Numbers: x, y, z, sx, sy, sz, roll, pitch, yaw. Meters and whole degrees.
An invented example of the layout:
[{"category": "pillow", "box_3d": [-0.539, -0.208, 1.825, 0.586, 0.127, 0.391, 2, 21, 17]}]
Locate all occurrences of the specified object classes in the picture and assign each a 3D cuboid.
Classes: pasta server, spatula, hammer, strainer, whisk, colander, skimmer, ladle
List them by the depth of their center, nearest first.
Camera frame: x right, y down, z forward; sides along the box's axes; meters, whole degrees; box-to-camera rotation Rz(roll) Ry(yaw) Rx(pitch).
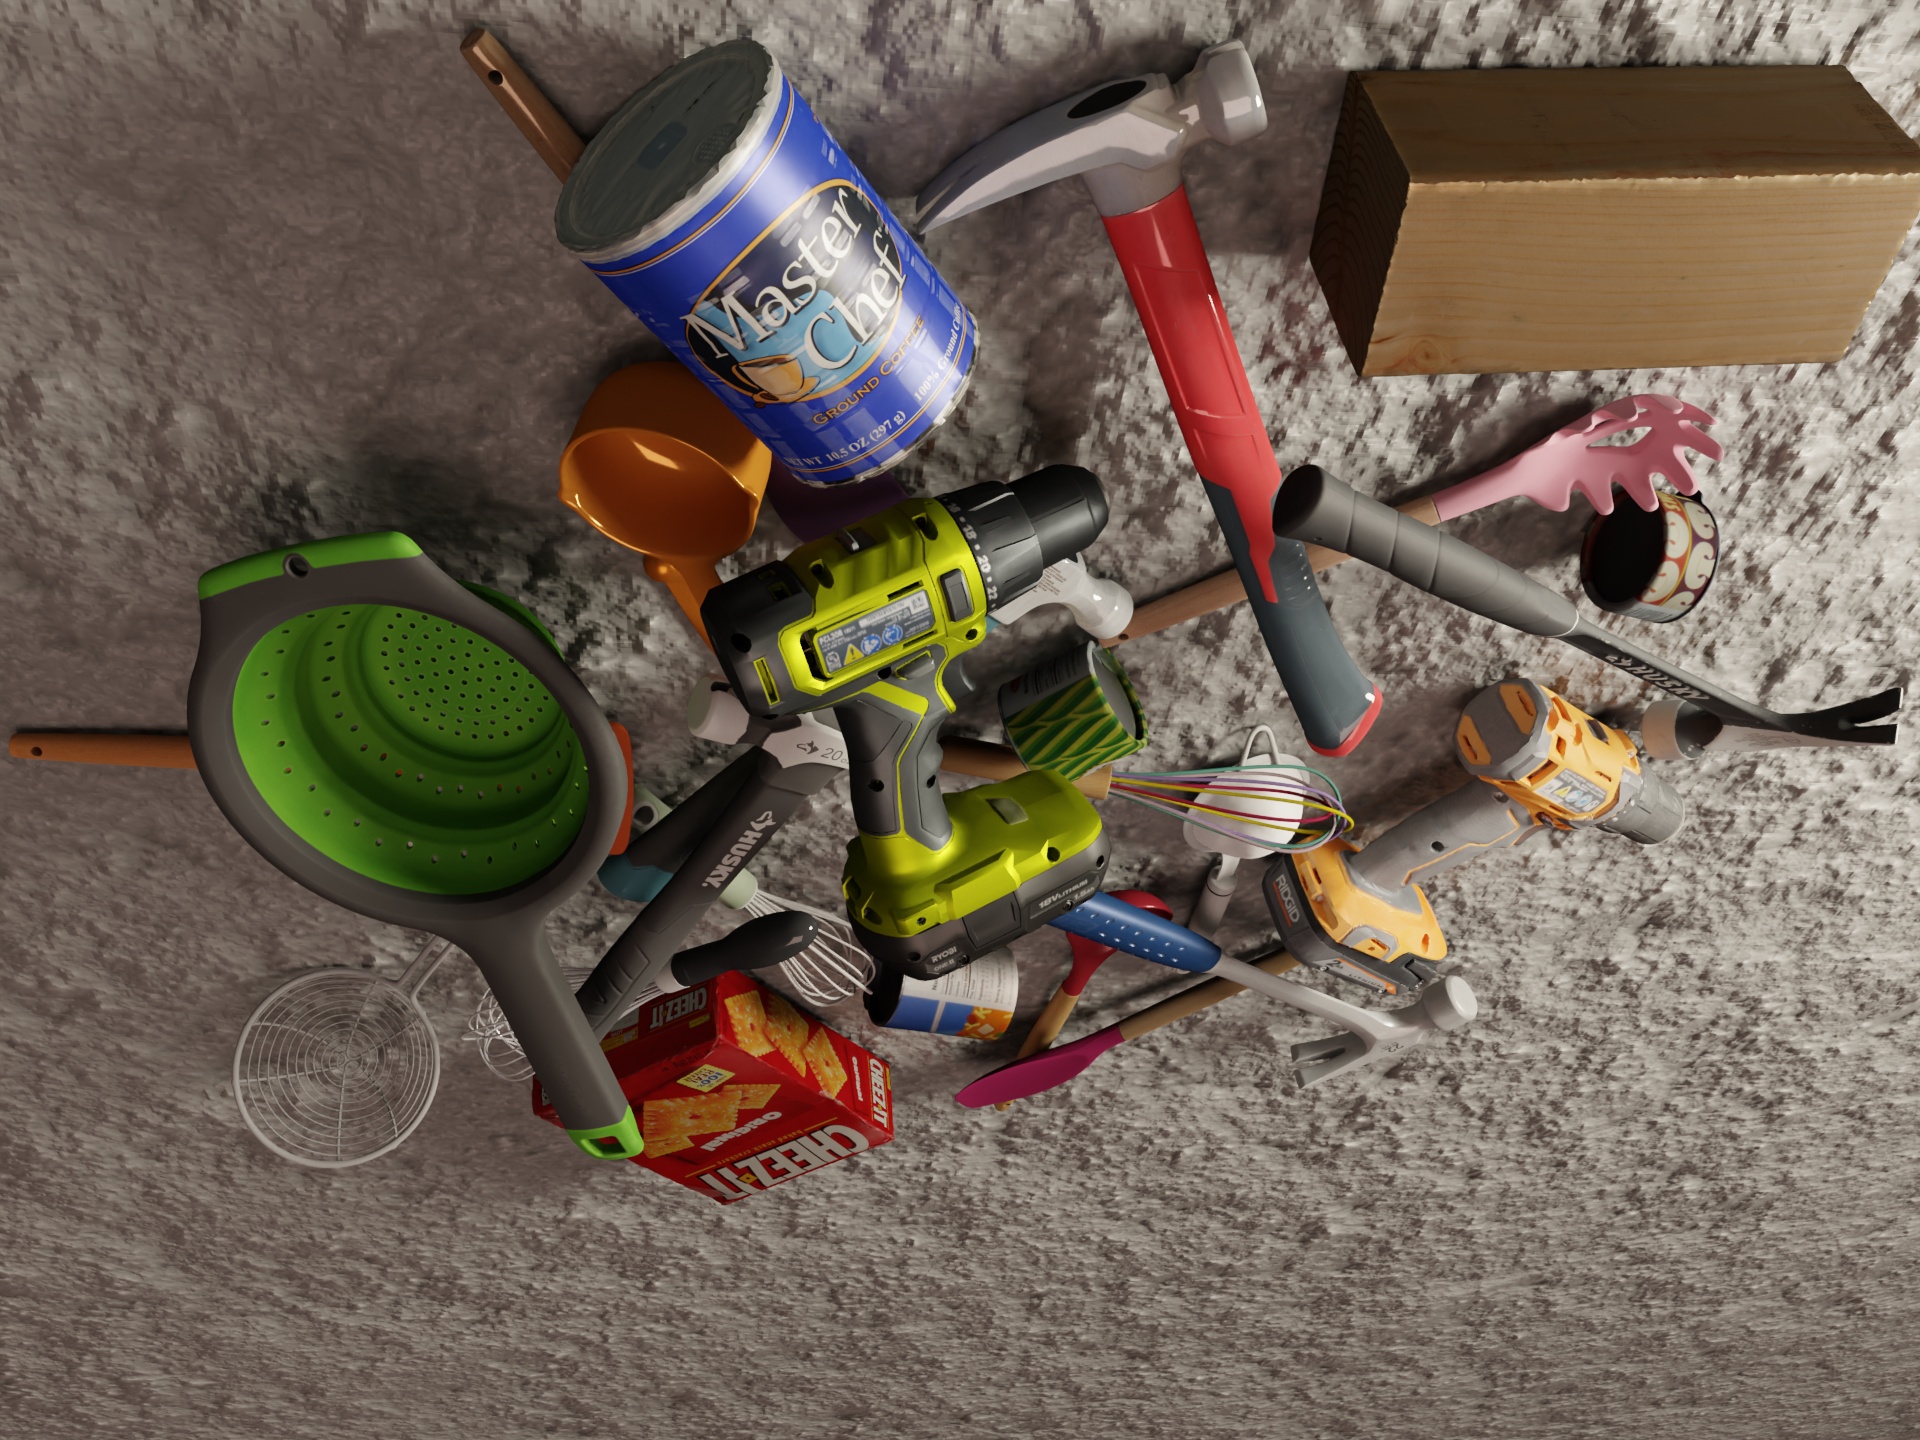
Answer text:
[{"category": "spatula", "box_3d": [-0.107, -0.164, 0.691, 0.060, 0.018, 0.315, -23, 138, 16]}, {"category": "hammer", "box_3d": [0.116, -0.111, 0.745, 0.143, 0.038, 0.385, -18, 133, 14]}, {"category": "hammer", "box_3d": [0.308, -0.045, 0.794, 0.408, 0.036, 0.149, 18, 168, -32]}, {"category": "pasta server", "box_3d": [0.217, -0.093, 0.809, 0.316, 0.040, 0.060, -21, 131, 16]}, {"category": "colander", "box_3d": [-0.237, 0.064, 0.821, 0.204, 0.095, 0.396, -9, 122, 11]}, {"category": "hammer", "box_3d": [-0.071, 0.004, 0.852, 0.331, 0.033, 0.128, -37, 136, 23]}, {"category": "spatula", "box_3d": [-0.339, 0.024, 0.855, 0.322, 0.041, 0.081, 3, 115, -9]}, {"category": "hammer", "box_3d": [-0.151, 0.103, 0.888, 0.146, 0.035, 0.334, 16, 131, -33]}, {"category": "whisk", "box_3d": [0.107, 0.037, 0.916, 0.245, 0.047, 0.051, 10, 99, -2]}, {"category": "skimmer", "box_3d": [-0.324, 0.146, 0.960, 0.127, 0.090, 0.363, 42, 122, -5]}, {"category": "whisk", "box_3d": [-0.131, 0.110, 0.988, 0.058, 0.059, 0.246, -50, 129, -8]}, {"category": "whisk", "box_3d": [-0.204, 0.167, 0.996, 0.284, 0.070, 0.070, -21, 138, 27]}, {"category": "strainer", "box_3d": [0.173, 0.100, 1.026, 0.087, 0.050, 0.258, -13, 145, -16]}, {"category": "hammer", "box_3d": [0.165, 0.164, 1.048, 0.405, 0.035, 0.144, 25, 133, -34]}, {"category": "ladle", "box_3d": [0.073, 0.206, 1.140, 0.069, 0.031, 0.315, 3, 140, -18]}]

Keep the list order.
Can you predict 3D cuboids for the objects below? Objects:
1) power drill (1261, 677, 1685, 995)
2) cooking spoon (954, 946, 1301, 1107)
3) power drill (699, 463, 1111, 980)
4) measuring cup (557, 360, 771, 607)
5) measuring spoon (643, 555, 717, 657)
[{"category": "power drill", "box_3d": [0.327, 0.081, 0.999, 0.185, 0.084, 0.226, 23, 126, -33]}, {"category": "cooking spoon", "box_3d": [0.139, 0.213, 1.145, 0.319, 0.017, 0.068, -27, 145, 13]}, {"category": "power drill", "box_3d": [-0.001, -0.002, 0.762, 0.190, 0.080, 0.228, -25, 126, -13]}, {"category": "measuring cup", "box_3d": [-0.119, -0.095, 0.739, 0.095, 0.052, 0.173, 2, 149, 16]}, {"category": "measuring spoon", "box_3d": [-0.129, -0.048, 0.826, 0.021, 0.011, 0.116, -19, 138, 13]}]
